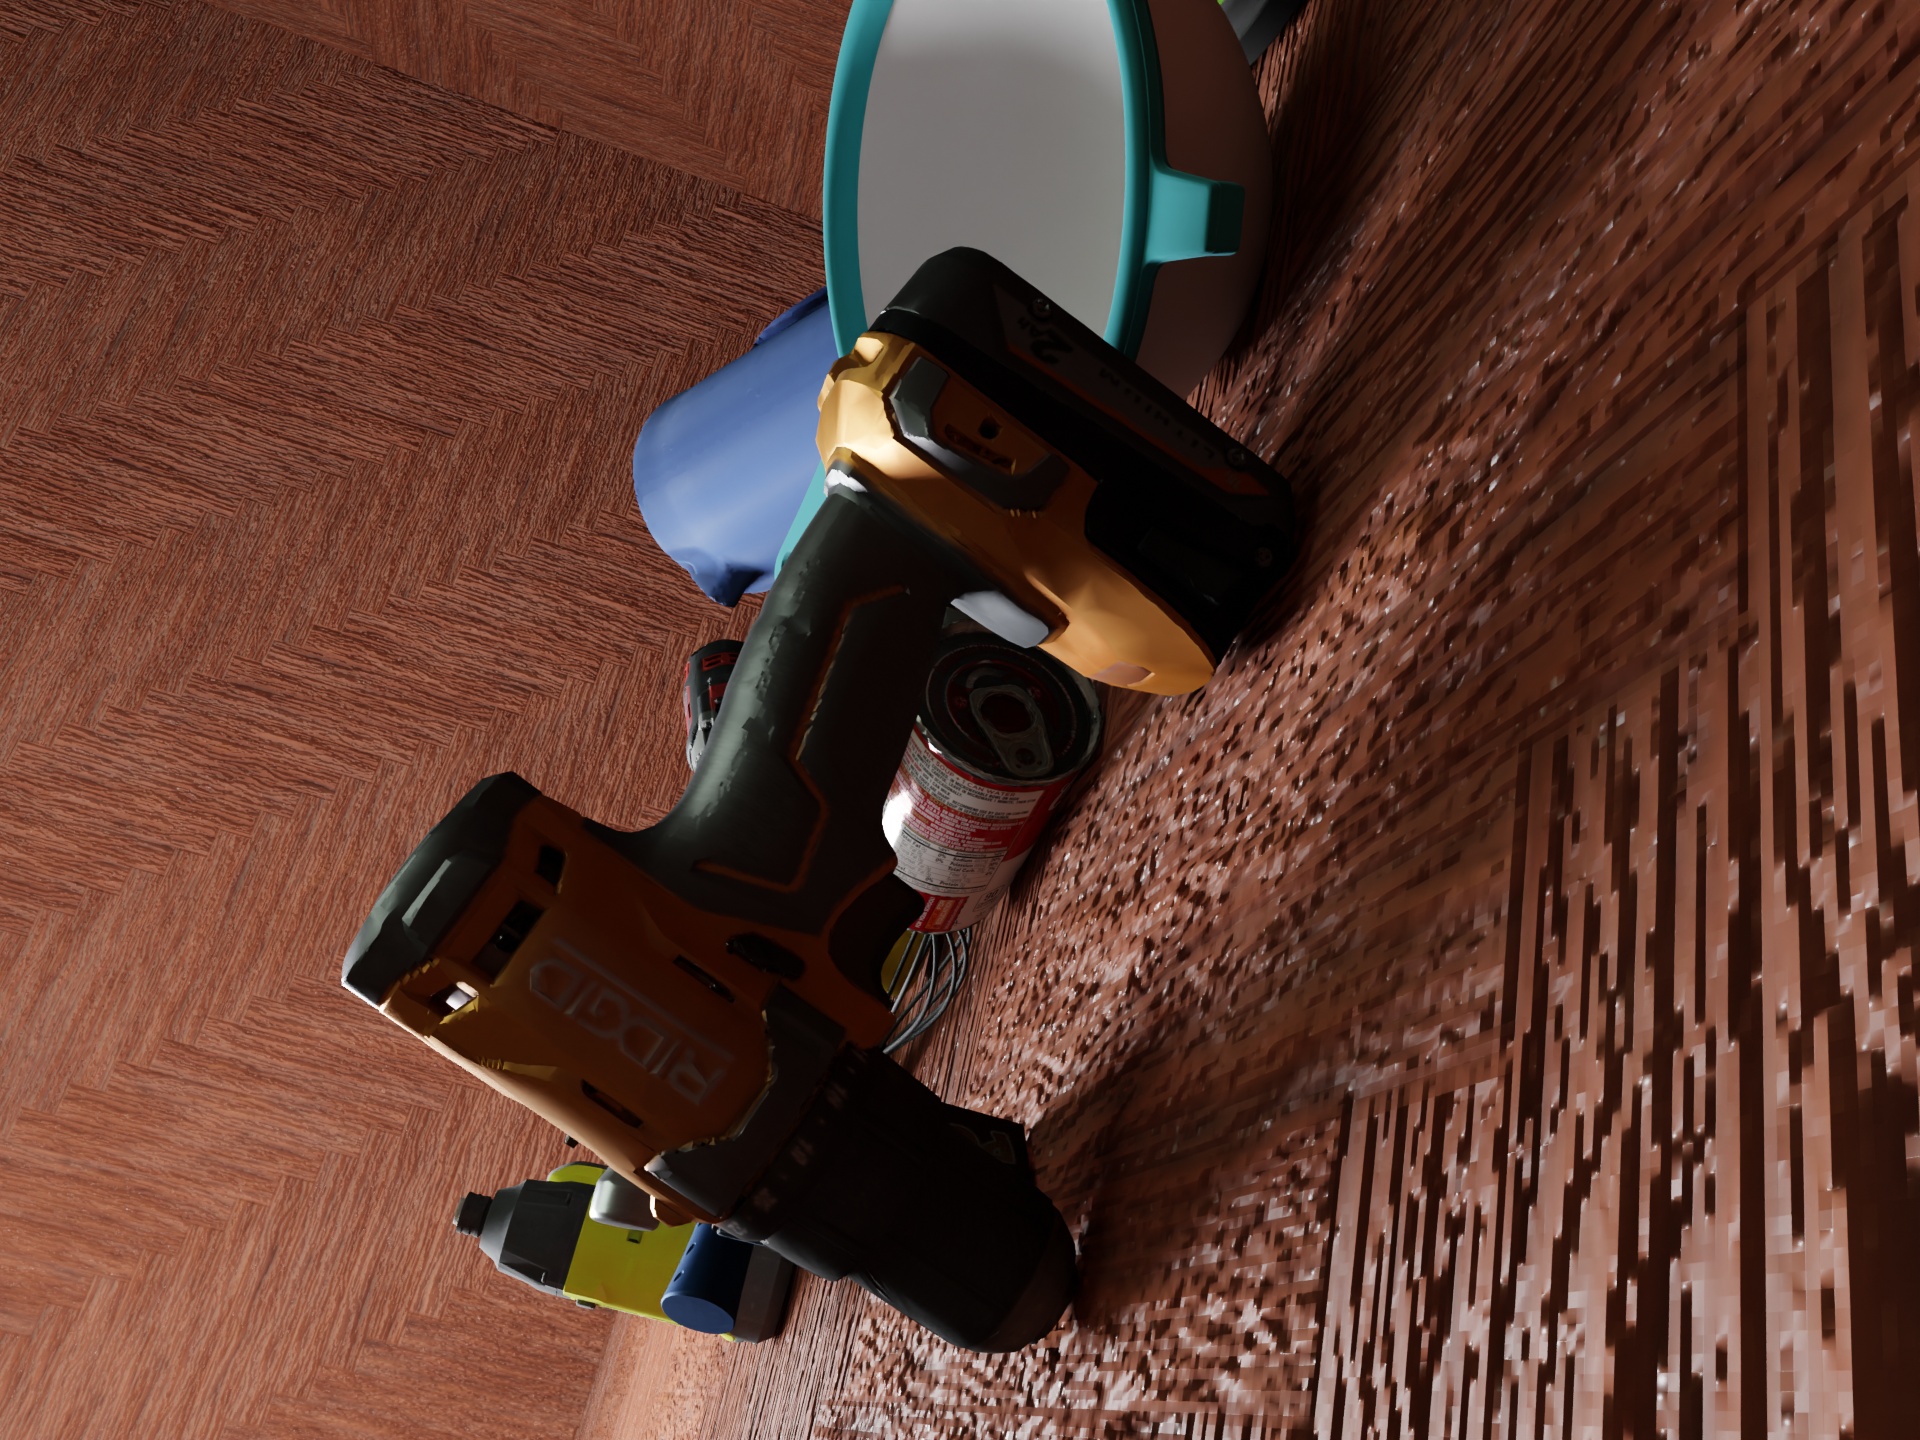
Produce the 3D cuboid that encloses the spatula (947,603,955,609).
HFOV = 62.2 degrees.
[{"bbox_3d":[-0.003,-0.105,0.809,0.322,0.041,0.081,89,165,-72],"label":"spatula"}]

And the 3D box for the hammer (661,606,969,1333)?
[{"bbox_3d":[-0.067,0.104,0.812,0.144,0.035,0.406,113,175,-50],"label":"hammer"}]

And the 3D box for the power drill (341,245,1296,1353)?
[{"bbox_3d":[-0.008,0.023,0.391,0.226,0.185,0.084,-55,5,-12],"label":"power drill"}]

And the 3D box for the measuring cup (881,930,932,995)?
[{"bbox_3d":[-0.014,0.069,0.741,0.157,0.029,0.062,-64,-2,-56],"label":"measuring cup"}]

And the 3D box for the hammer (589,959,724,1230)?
[{"bbox_3d":[-0.127,0.209,0.832,0.330,0.033,0.128,85,-165,-69],"label":"hammer"}]

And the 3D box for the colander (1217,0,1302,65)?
[{"bbox_3d":[0.038,-0.261,0.611,0.205,0.094,0.397,43,129,51],"label":"colander"}]

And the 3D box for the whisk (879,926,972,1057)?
[{"bbox_3d":[-0.041,0.145,0.673,0.055,0.055,0.238,-82,8,-46],"label":"whisk"}]

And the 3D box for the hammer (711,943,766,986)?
[{"bbox_3d":[-0.058,-0.001,0.714,0.409,0.036,0.149,-91,21,-79],"label":"hammer"}]

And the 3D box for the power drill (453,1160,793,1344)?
[{"bbox_3d":[-0.188,0.294,0.895,0.223,0.171,0.080,122,163,-71],"label":"power drill"}]

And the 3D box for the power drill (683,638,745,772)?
[{"bbox_3d":[-0.149,0.082,1.080,0.188,0.080,0.226,-105,14,-48],"label":"power drill"}]

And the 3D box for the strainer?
[{"bbox_3d":[0.015,-0.140,0.581,0.340,0.095,0.211,-54,50,55],"label":"strainer"}]
